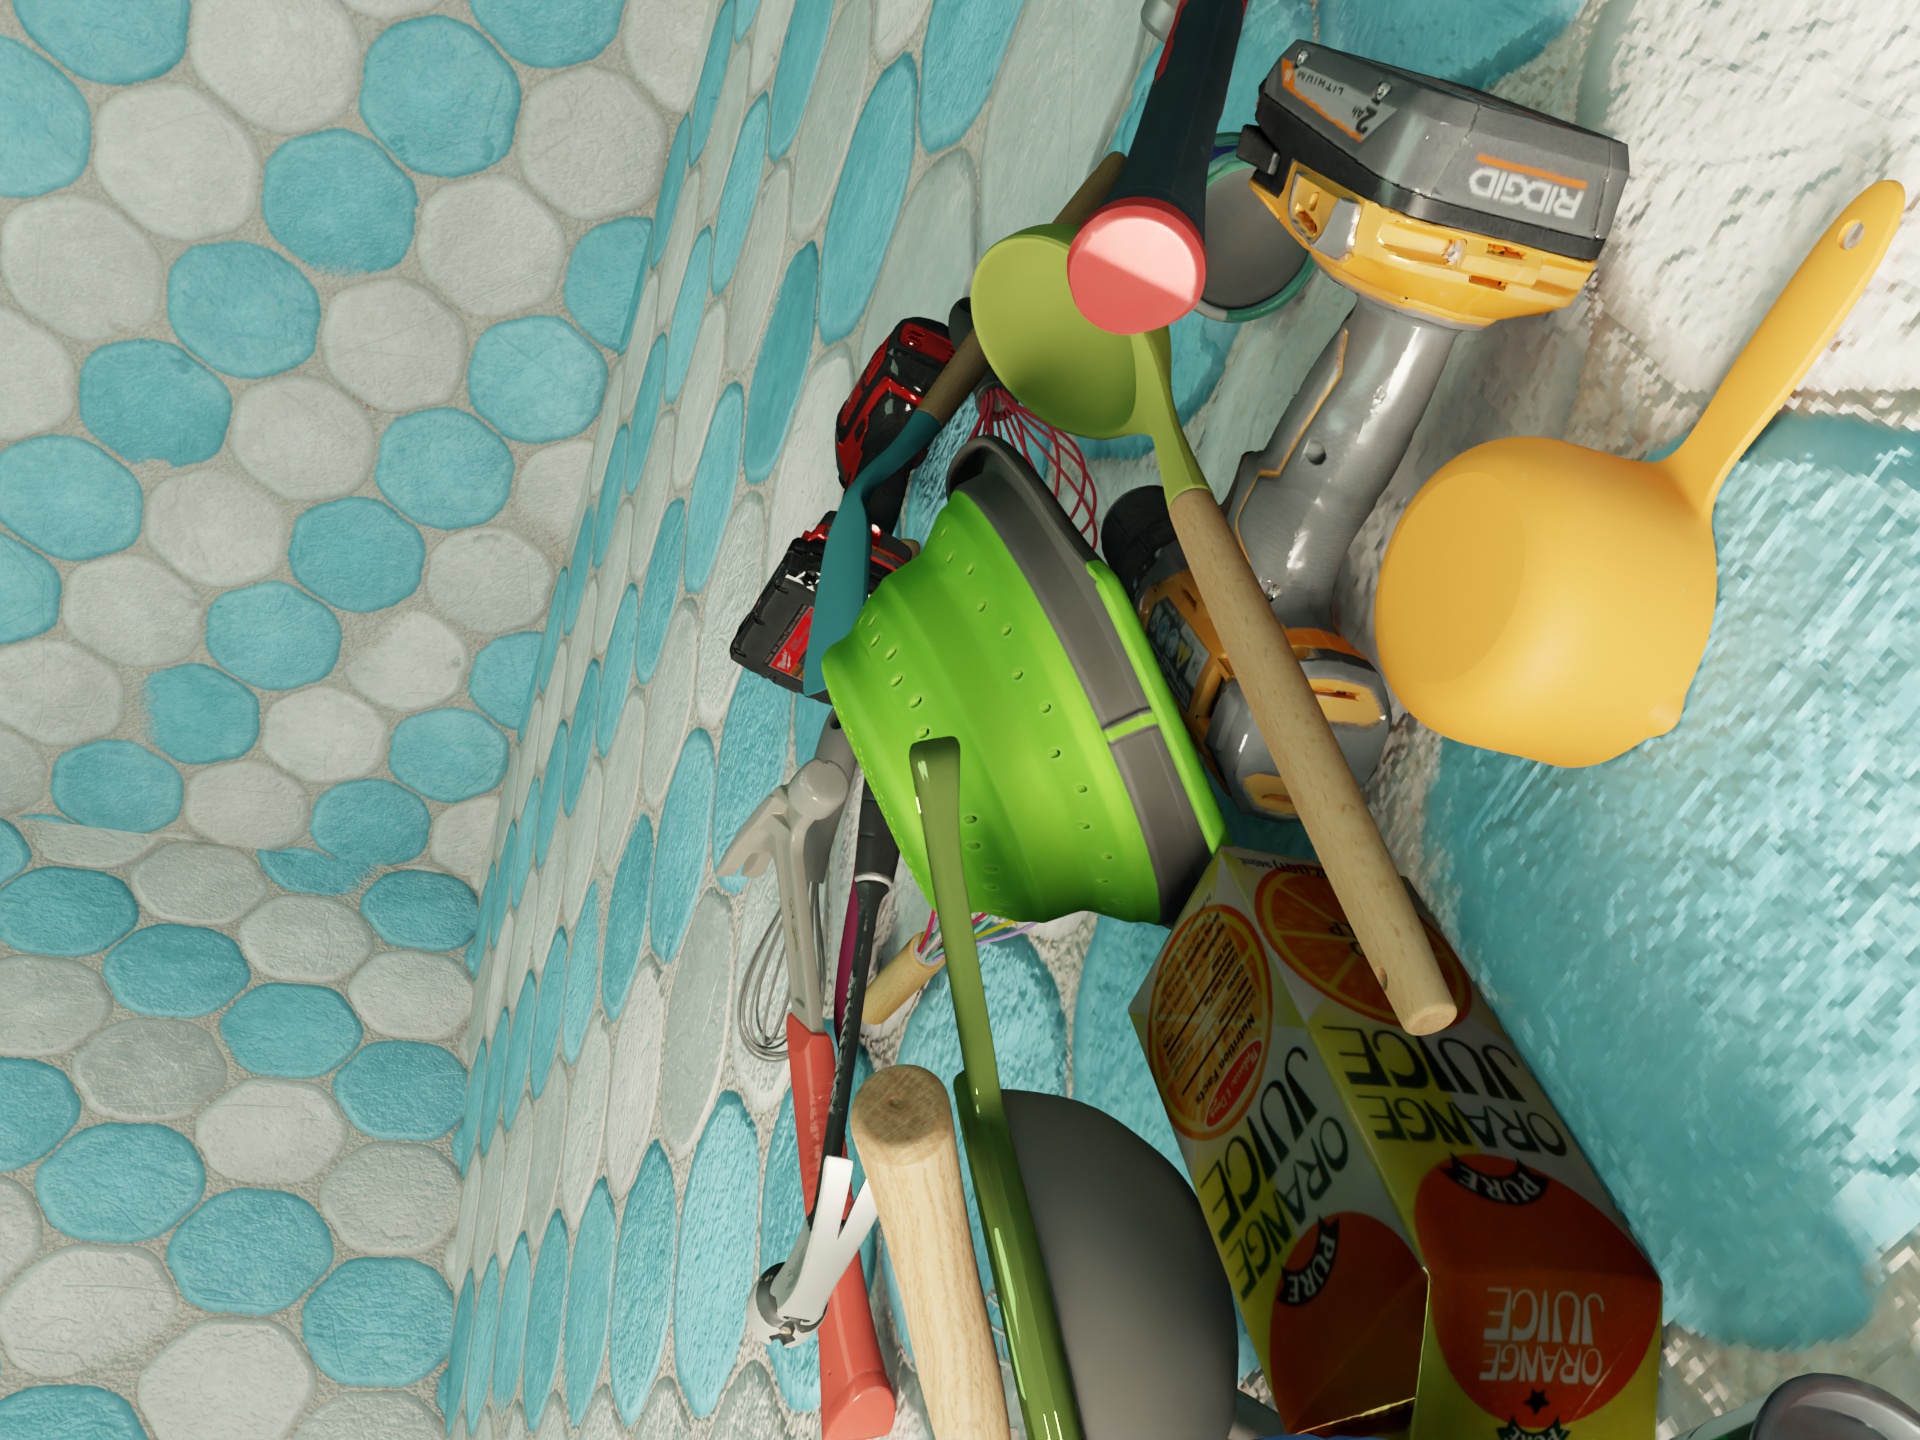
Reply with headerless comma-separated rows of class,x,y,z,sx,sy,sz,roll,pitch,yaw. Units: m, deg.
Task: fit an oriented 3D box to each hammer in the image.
hammer,-0.047,0.095,0.819,0.149,0.036,0.409,117,164,-49
hammer,-0.085,0.209,0.889,0.149,0.036,0.359,-47,45,49
hammer,0.091,-0.248,0.546,0.143,0.038,0.387,-59,9,40
hammer,0.005,0.235,0.523,0.130,0.031,0.331,-108,7,-55

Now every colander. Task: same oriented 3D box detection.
colander,-0.001,-0.002,0.668,0.397,0.094,0.204,-143,29,-80

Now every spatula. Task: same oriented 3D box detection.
spatula,0.006,-0.152,0.750,0.317,0.044,0.082,-57,13,-20

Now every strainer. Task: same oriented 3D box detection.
strainer,0.036,0.124,0.474,0.151,0.069,0.256,-119,19,-77

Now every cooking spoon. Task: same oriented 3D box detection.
cooking spoon,-0.052,0.041,0.962,0.068,0.017,0.319,113,165,-76

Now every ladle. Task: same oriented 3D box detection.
ladle,0.065,-0.044,0.471,0.078,0.062,0.321,84,173,-49

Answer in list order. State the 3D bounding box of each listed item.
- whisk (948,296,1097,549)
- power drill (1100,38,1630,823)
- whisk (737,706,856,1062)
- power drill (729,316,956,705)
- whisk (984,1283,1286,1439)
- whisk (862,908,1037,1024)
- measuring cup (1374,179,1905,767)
whisk,0.021,-0.159,0.831,0.296,0.073,0.073,-100,28,-53
power drill,0.114,-0.105,0.545,0.186,0.084,0.226,-113,34,-57
whisk,-0.097,0.102,1.029,0.055,0.055,0.239,171,112,-68
power drill,-0.061,-0.125,0.954,0.143,0.078,0.220,-46,23,53
whisk,0.070,0.227,0.542,0.246,0.058,0.059,-3,112,64
whisk,-0.012,0.107,0.810,0.245,0.047,0.051,127,145,-55
measuring cup,0.168,-0.065,0.413,0.095,0.052,0.173,-104,30,-47
